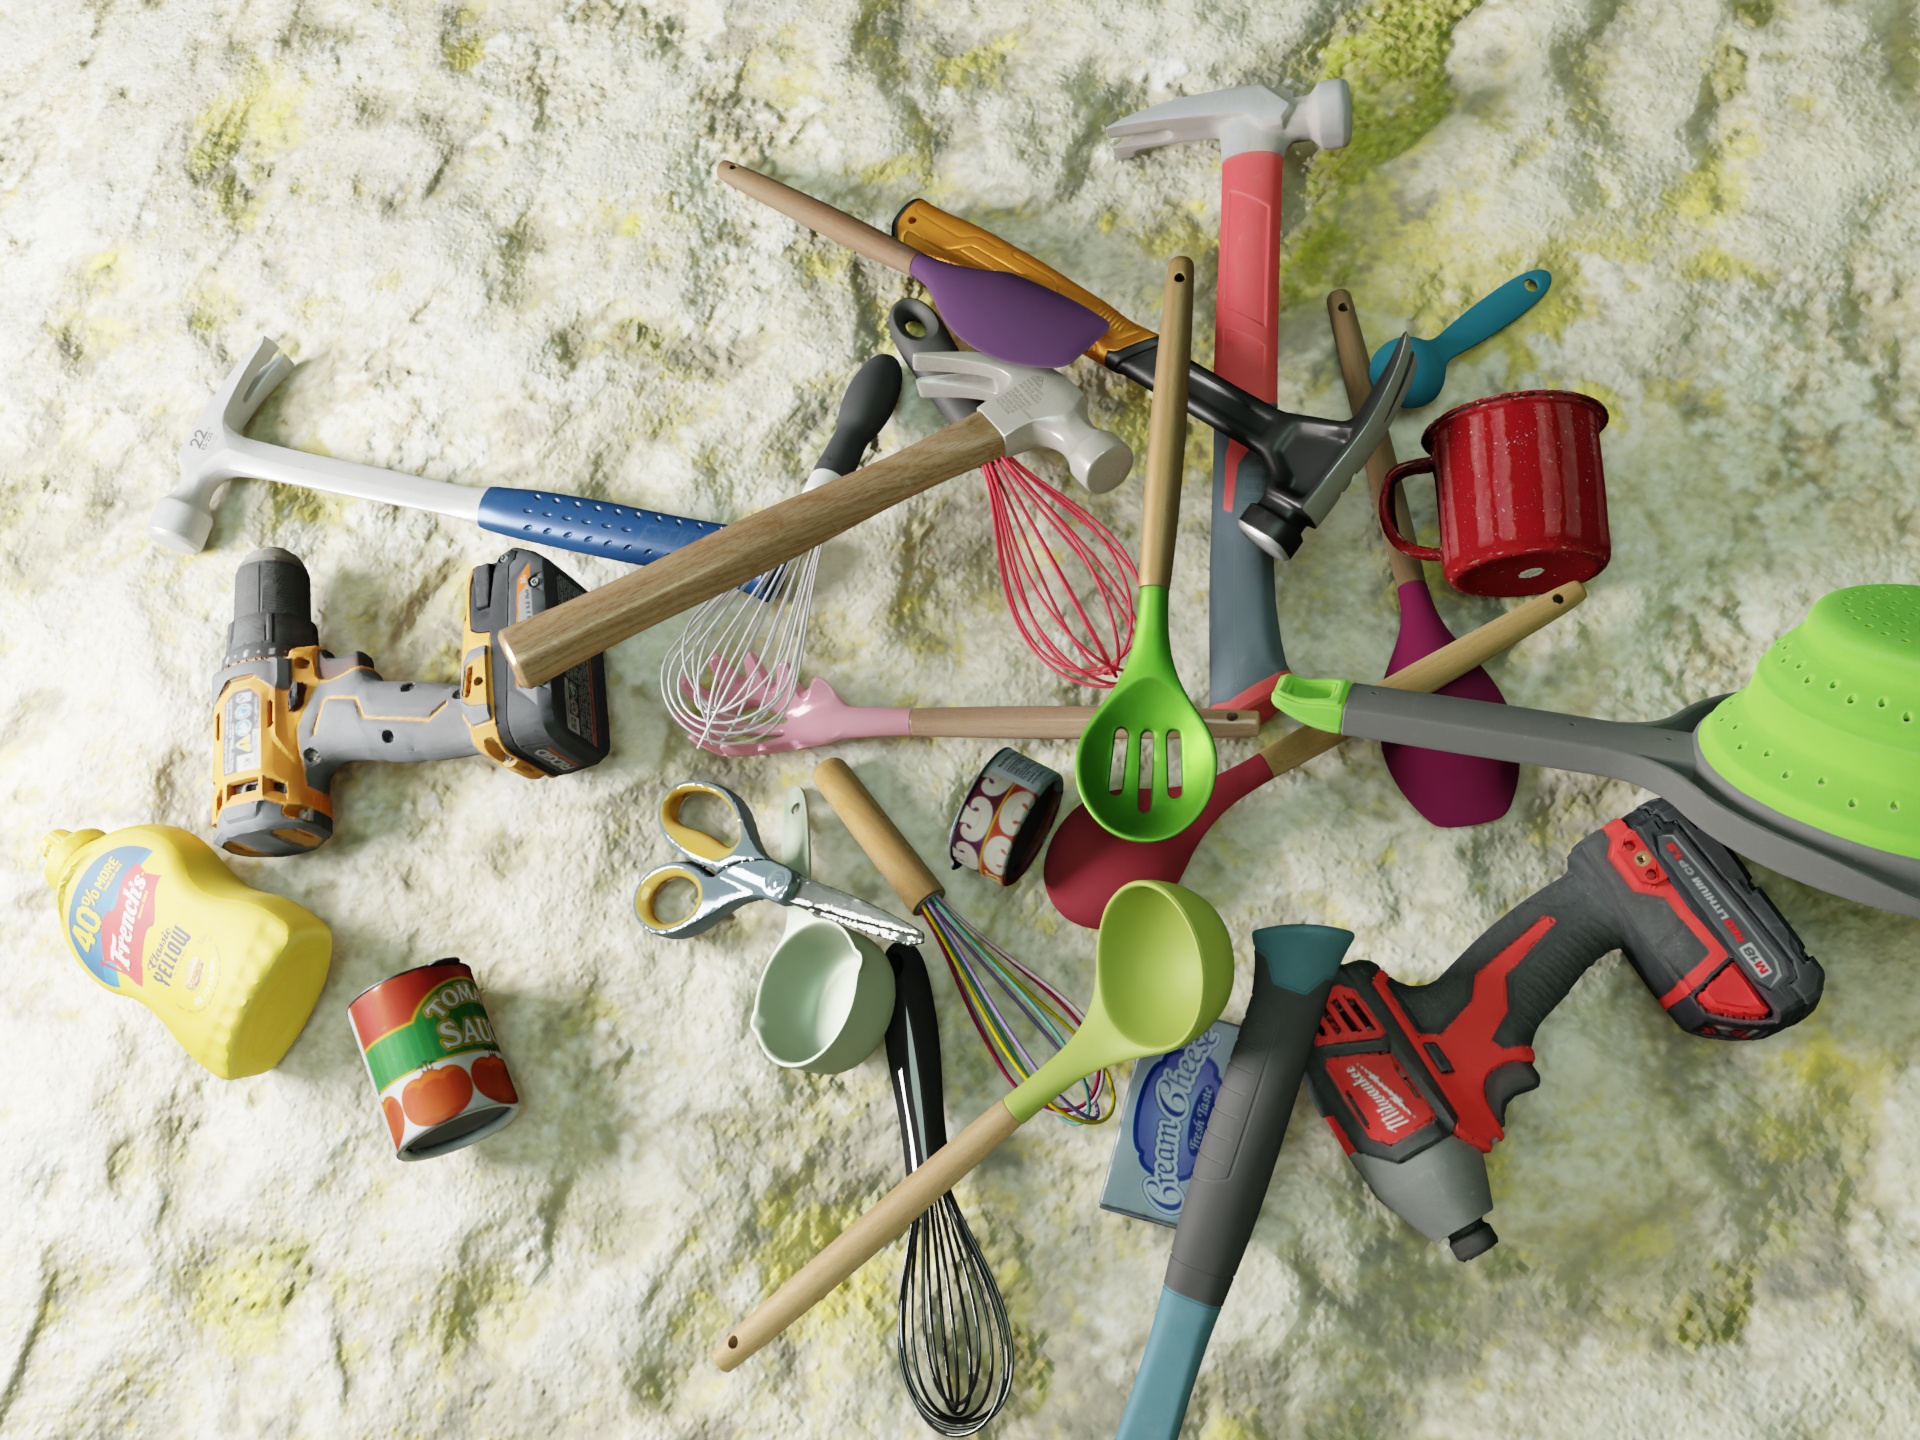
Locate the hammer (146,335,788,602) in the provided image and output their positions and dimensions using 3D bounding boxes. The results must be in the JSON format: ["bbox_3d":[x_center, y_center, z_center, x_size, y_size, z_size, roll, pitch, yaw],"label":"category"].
[{"bbox_3d":[-0.294,-0.137,0.961,0.405,0.035,0.144,12,74,14],"label":"hammer"}]

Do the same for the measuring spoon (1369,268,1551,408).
[{"bbox_3d":[0.283,-0.219,0.883,0.128,0.021,0.042,-35,79,-11],"label":"measuring spoon"}]

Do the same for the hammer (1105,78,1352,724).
[{"bbox_3d":[0.144,-0.181,0.891,0.143,0.038,0.386,-1,73,20],"label":"hammer"}]

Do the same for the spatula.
[{"bbox_3d":[-0.044,-0.275,0.937,0.060,0.018,0.316,-43,56,-18],"label":"spatula"}]

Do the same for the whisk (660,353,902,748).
[{"bbox_3d":[-0.086,-0.103,0.878,0.070,0.070,0.285,13,59,14],"label":"whisk"}]

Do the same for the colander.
[{"bbox_3d":[0.343,-0.013,0.715,0.397,0.204,0.094,10,116,18],"label":"colander"}]

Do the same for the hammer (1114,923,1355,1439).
[{"bbox_3d":[0.109,0.247,0.723,0.128,0.033,0.331,18,88,15],"label":"hammer"}]

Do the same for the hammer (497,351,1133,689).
[{"bbox_3d":[-0.082,-0.105,0.827,0.331,0.031,0.130,-28,54,-15],"label":"hammer"}]

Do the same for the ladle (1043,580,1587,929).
[{"bbox_3d":[0.181,0.012,0.817,0.315,0.031,0.069,-30,69,2],"label":"ladle"}]

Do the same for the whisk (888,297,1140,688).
[{"bbox_3d":[0.025,-0.136,0.893,0.073,0.073,0.296,-28,63,0],"label":"whisk"}]

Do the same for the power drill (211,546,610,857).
[{"bbox_3d":[-0.323,-0.032,0.910,0.226,0.084,0.185,-14,69,11],"label":"power drill"}]

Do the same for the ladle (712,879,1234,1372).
[{"bbox_3d":[-0.001,0.194,0.734,0.320,0.062,0.078,-42,47,5],"label":"ladle"}]

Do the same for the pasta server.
[{"bbox_3d":[-0.001,-0.003,0.845,0.316,0.040,0.060,0,60,17],"label":"pasta server"}]

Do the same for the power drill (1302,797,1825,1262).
[{"bbox_3d":[0.272,0.144,0.742,0.219,0.078,0.143,-30,68,3],"label":"power drill"}]

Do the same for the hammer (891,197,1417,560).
[{"bbox_3d":[0.087,-0.221,0.888,0.337,0.034,0.127,38,93,30],"label":"hammer"}]

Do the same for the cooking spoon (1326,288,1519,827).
[{"bbox_3d":[0.237,-0.096,0.859,0.069,0.017,0.319,-10,70,5],"label":"cooking spoon"}]

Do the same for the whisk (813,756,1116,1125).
[{"bbox_3d":[-0.002,0.111,0.825,0.047,0.051,0.245,-29,63,-23],"label":"whisk"}]

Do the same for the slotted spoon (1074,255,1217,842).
[{"bbox_3d":[0.103,-0.091,0.812,0.070,0.031,0.314,4,78,8],"label":"slotted spoon"}]

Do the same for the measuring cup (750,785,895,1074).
[{"bbox_3d":[-0.072,0.108,0.838,0.083,0.038,0.168,-35,45,29],"label":"measuring cup"}]

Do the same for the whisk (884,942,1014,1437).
[{"bbox_3d":[-0.014,0.222,0.782,0.055,0.055,0.239,-12,65,6],"label":"whisk"}]
